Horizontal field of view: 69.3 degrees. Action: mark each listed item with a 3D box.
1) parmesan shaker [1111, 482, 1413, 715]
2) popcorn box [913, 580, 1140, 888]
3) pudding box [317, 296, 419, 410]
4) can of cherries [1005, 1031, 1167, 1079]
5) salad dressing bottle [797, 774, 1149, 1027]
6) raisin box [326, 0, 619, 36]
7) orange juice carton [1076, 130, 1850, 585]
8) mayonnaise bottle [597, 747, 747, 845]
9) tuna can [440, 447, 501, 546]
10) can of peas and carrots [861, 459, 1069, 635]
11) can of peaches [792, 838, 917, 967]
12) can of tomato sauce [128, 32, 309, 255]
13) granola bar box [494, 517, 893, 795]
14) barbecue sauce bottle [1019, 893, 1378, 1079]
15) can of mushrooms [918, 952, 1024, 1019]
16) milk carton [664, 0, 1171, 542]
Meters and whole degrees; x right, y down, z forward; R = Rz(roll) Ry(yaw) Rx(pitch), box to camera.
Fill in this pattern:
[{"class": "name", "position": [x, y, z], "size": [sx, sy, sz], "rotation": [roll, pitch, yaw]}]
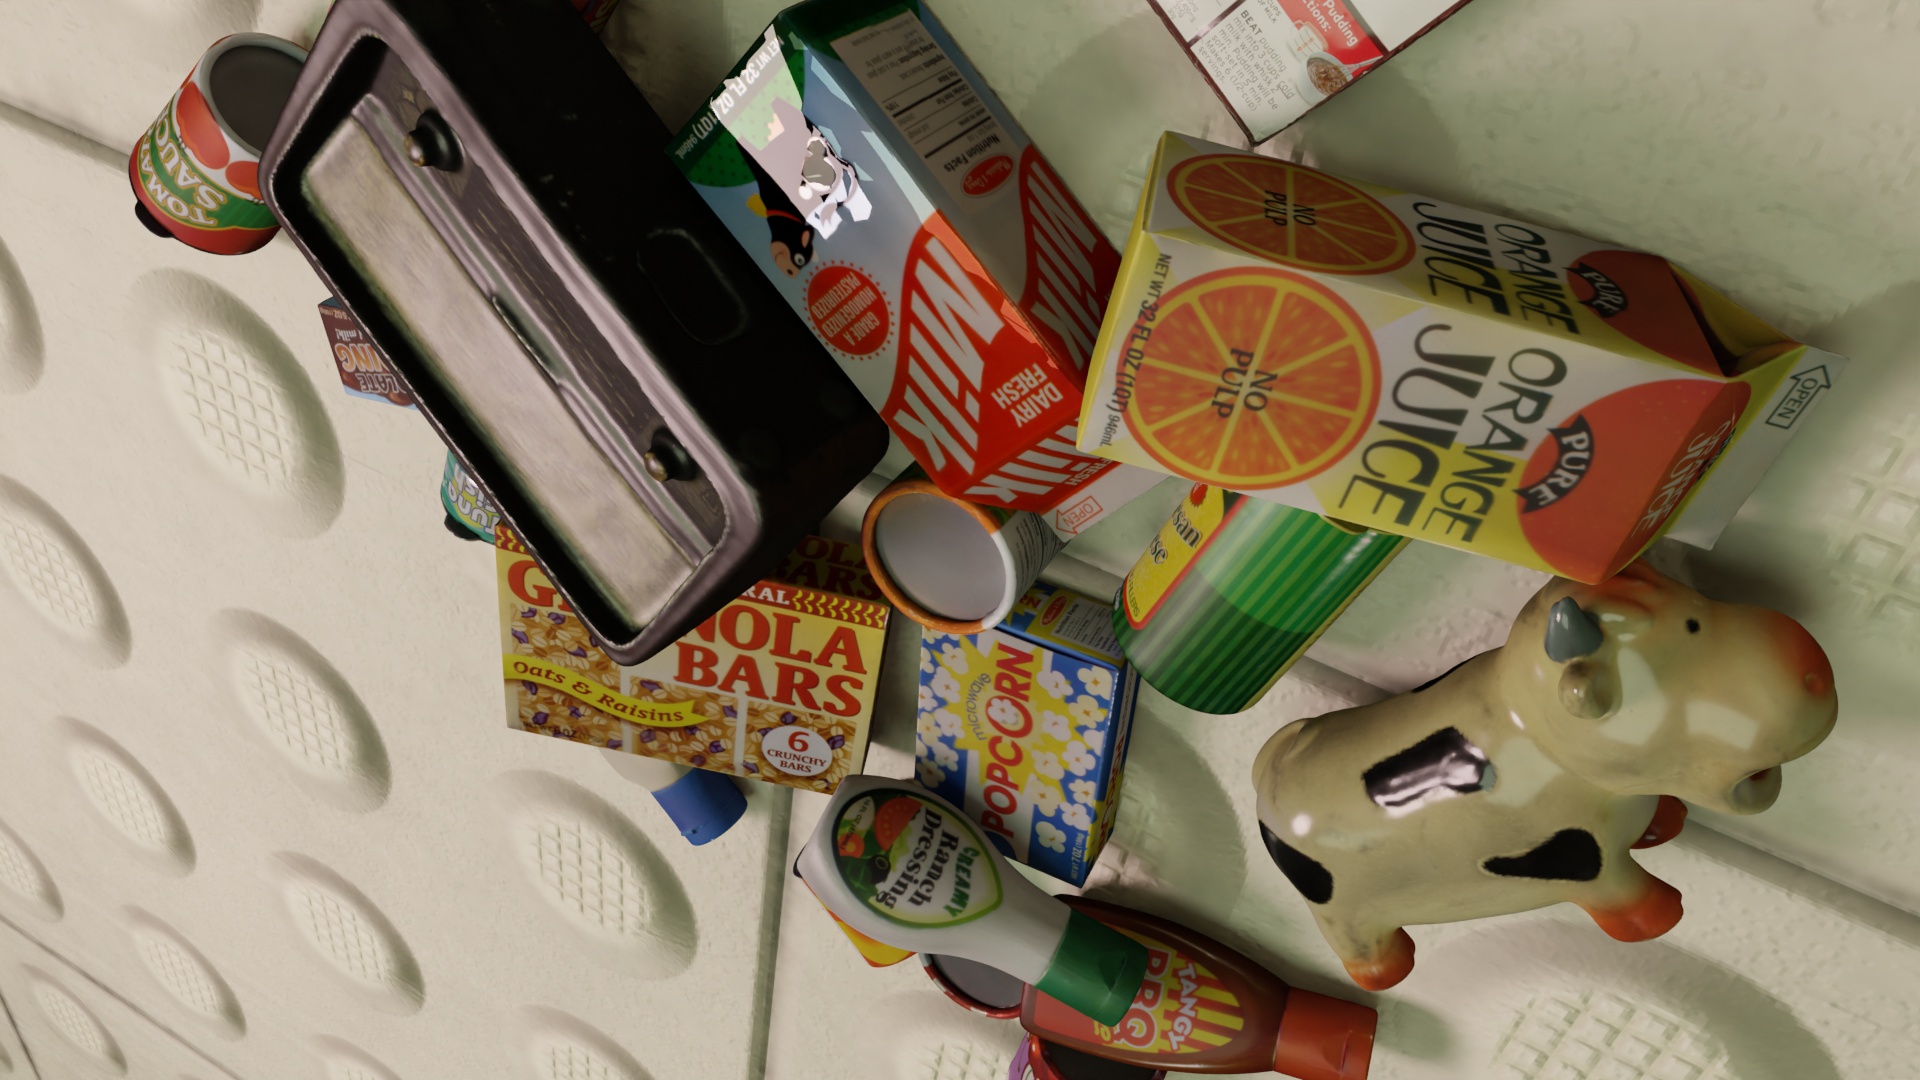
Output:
[{"class": "parmesan shaker", "position": [0.101, 0.006, 0.468], "size": [0.071, 0.072, 0.102], "rotation": [37, 132, 6]}, {"class": "popcorn box", "position": [0.027, 0.077, 0.583], "size": [0.085, 0.038, 0.126], "rotation": [19, 128, 19]}, {"class": "pudding box", "position": [-0.257, -0.089, 0.654], "size": [0.084, 0.030, 0.049], "rotation": [14, 126, 24]}, {"class": "can of cherries", "position": [0.059, 0.251, 0.655], "size": [0.071, 0.072, 0.058], "rotation": [28, 130, 13]}, {"class": "salad dressing bottle", "position": [0.006, 0.152, 0.580], "size": [0.148, 0.064, 0.043], "rotation": [28, 152, 1]}, {"class": "raisin box", "position": [-0.176, -0.212, 0.518], "size": [0.086, 0.040, 0.123], "rotation": [48, 133, -3]}, {"class": "orange juice carton", "position": [0.137, -0.047, 0.392], "size": [0.193, 0.073, 0.071], "rotation": [15, 128, 1]}, {"class": "mayonnaise bottle", "position": [-0.165, 0.088, 0.707], "size": [0.064, 0.041, 0.148], "rotation": [-22, 107, 41]}, {"class": "tuna can", "position": [-0.202, -0.029, 0.632], "size": [0.071, 0.071, 0.032], "rotation": [34, 130, 8]}, {"class": "can of peas and carrots", "position": [0.002, -0.007, 0.529], "size": [0.071, 0.059, 0.070], "rotation": [15, 126, 23]}, {"class": "can of peaches", "position": [-0.034, 0.156, 0.654], "size": [0.071, 0.071, 0.058], "rotation": [-27, 103, 40]}, {"class": "can of tomato sauce", "position": [-0.316, -0.172, 0.608], "size": [0.083, 0.071, 0.071], "rotation": [-23, 106, 39]}, {"class": "granola bar box", "position": [-0.116, 0.045, 0.614], "size": [0.166, 0.039, 0.123], "rotation": [12, 128, 1]}, {"class": "barbecue sauce bottle", "position": [0.104, 0.203, 0.607], "size": [0.148, 0.043, 0.065], "rotation": [11, 82, 18]}, {"class": "can of mushrooms", "position": [0.016, 0.198, 0.672], "size": [0.071, 0.034, 0.070], "rotation": [15, 126, 23]}, {"class": "milk carton", "position": [0.000, -0.087, 0.468], "size": [0.190, 0.074, 0.072], "rotation": [50, 131, -7]}]
